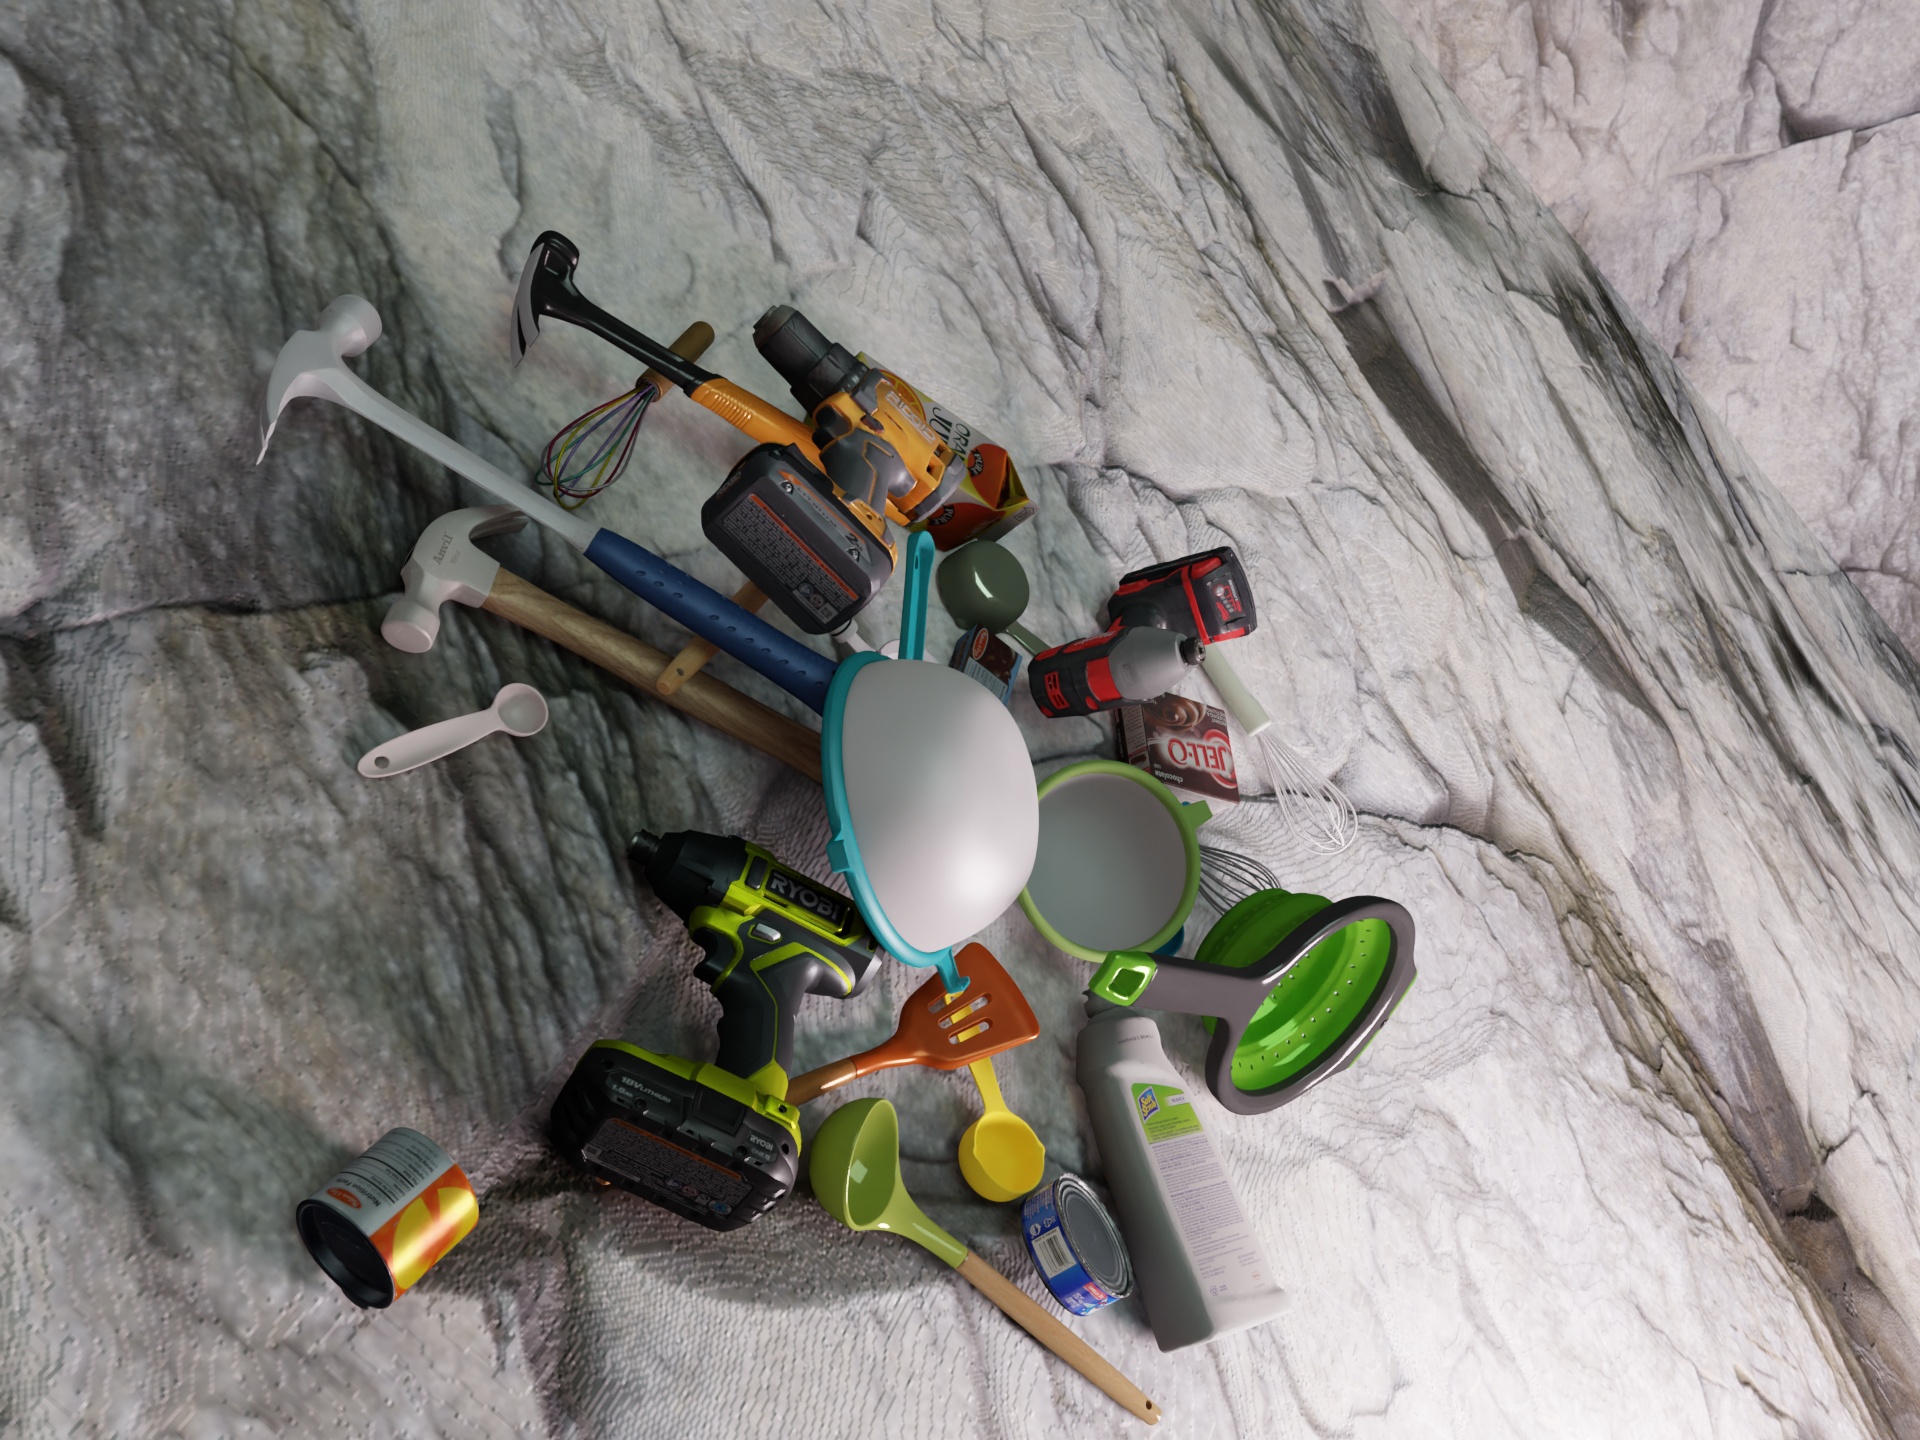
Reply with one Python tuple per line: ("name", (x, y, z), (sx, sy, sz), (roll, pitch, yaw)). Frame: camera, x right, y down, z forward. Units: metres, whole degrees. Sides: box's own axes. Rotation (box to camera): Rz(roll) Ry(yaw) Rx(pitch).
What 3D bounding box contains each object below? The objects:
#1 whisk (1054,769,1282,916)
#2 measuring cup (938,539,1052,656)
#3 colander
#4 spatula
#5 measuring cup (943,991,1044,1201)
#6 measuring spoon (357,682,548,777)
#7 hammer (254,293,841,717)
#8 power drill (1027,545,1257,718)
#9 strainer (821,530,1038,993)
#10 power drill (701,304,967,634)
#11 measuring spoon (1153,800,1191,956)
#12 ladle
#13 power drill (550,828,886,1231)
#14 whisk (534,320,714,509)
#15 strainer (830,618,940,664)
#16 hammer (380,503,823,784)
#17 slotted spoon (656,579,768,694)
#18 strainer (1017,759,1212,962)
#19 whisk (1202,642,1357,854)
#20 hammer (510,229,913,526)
("whisk", (0.170, 0.104, 1.295), (0.238, 0.055, 0.055), (31, 48, -17))
("measuring cup", (0.055, -0.083, 1.308), (0.167, 0.038, 0.083), (40, 45, -17))
("colander", (0.195, 0.181, 1.172), (0.396, 0.204, 0.095), (18, 19, -48))
("spatula", (-0.085, 0.221, 0.994), (0.322, 0.041, 0.081), (-14, 59, -44))
("measuring cup", (0.010, 0.251, 1.079), (0.062, 0.029, 0.157), (8, 48, -39))
("measuring spoon", (-0.304, 0.010, 0.952), (0.124, 0.018, 0.034), (-25, 85, -40))
("hammer", (-0.245, -0.115, 1.004), (0.405, 0.035, 0.144), (32, 41, -13))
("power drill", (0.159, -0.069, 1.303), (0.220, 0.143, 0.078), (-38, 111, -55))
("strainer", (-0.002, -0.003, 1.069), (0.210, 0.095, 0.341), (55, 30, -48))
("power drill", (-0.097, -0.182, 1.092), (0.185, 0.084, 0.226), (45, 35, -14))
("measuring spoon", (0.164, 0.126, 1.263), (0.042, 0.021, 0.129), (20, 73, -20))
("ladle", (0.026, 0.352, 1.002), (0.320, 0.062, 0.078), (44, 44, -16))
("power drill", (-0.145, 0.167, 0.936), (0.171, 0.080, 0.223), (28, 39, -11))
("whisk", (-0.235, -0.225, 1.143), (0.047, 0.051, 0.245), (60, 34, -27))
("strainer", (-0.079, -0.060, 1.140), (0.258, 0.050, 0.087), (48, 40, -30))
("hammer", (-0.207, -0.037, 1.052), (0.331, 0.031, 0.130), (29, 49, -26))
("slotted spoon", (-0.133, -0.101, 1.131), (0.070, 0.031, 0.314), (48, 37, -11))
("strainer", (0.053, 0.087, 1.191), (0.256, 0.069, 0.151), (25, 72, -8))
("whisk", (0.277, 0.013, 1.443), (0.246, 0.059, 0.057), (58, 4, 9))
("hammer", (-0.163, -0.224, 1.146), (0.336, 0.034, 0.127), (27, 40, -28))
